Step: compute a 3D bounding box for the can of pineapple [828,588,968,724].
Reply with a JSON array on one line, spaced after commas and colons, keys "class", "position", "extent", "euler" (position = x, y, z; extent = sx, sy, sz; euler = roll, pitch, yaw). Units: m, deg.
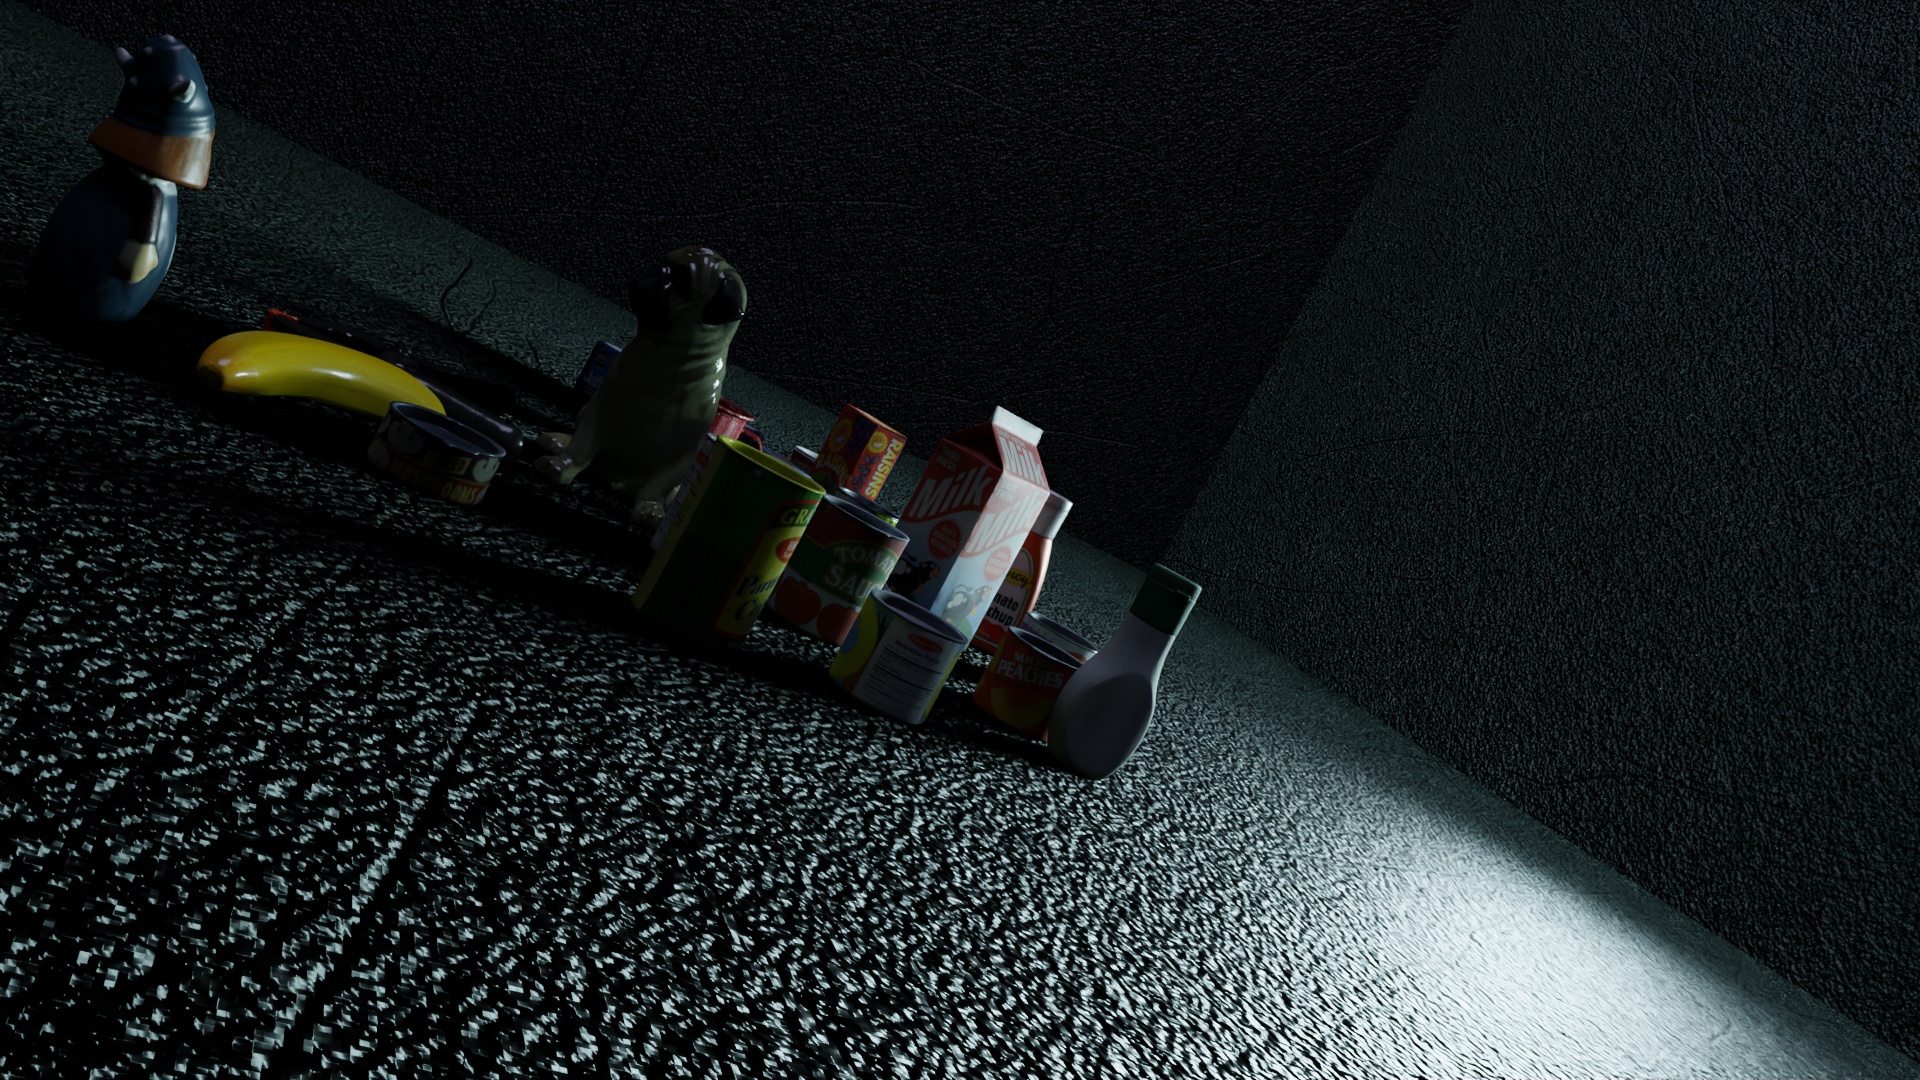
[{"class": "can of pineapple", "position": [-0.038, 0.069, 0.832], "extent": [0.071, 0.058, 0.071], "euler": [28, 5, -3]}]

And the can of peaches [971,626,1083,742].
[{"class": "can of peaches", "position": [0.048, 0.101, 0.971], "extent": [0.071, 0.058, 0.071], "euler": [28, 5, -3]}]

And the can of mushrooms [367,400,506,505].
[{"class": "can of mushrooms", "position": [-0.291, -0.048, 0.771], "extent": [0.071, 0.033, 0.071], "euler": [28, 5, -3]}]

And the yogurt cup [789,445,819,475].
[{"class": "yogurt cup", "position": [-0.159, -0.064, 1.494], "extent": [0.072, 0.054, 0.072], "euler": [28, 5, -3]}]

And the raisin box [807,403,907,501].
[{"class": "raisin box", "position": [-0.112, -0.065, 1.377], "extent": [0.040, 0.123, 0.086], "euler": [26, 6, -32]}]

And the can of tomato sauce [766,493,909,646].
[{"class": "can of tomato sauce", "position": [-0.082, 0.021, 0.928], "extent": [0.071, 0.083, 0.071], "euler": [28, 5, -3]}]

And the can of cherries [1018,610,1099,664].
[{"class": "can of cherries", "position": [0.068, 0.096, 1.112], "extent": [0.071, 0.058, 0.071], "euler": [28, 5, -3]}]

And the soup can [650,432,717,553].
[{"class": "soup can", "position": [-0.154, -0.018, 0.917], "extent": [0.071, 0.083, 0.071], "euler": [28, 5, -3]}]

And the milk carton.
[{"class": "milk carton", "position": [0.004, -0.014, 1.117], "extent": [0.073, 0.190, 0.072], "euler": [32, 6, 37]}]

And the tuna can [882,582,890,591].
[{"class": "tuna can", "position": [-0.089, 0.034, 1.041], "extent": [0.071, 0.033, 0.071], "euler": [28, 5, -3]}]

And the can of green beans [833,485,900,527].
[{"class": "can of green beans", "position": [-0.097, -0.009, 1.277], "extent": [0.071, 0.057, 0.071], "euler": [28, 5, -3]}]

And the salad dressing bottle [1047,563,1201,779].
[{"class": "salad dressing bottle", "position": [0.112, 0.088, 0.938], "extent": [0.064, 0.147, 0.044], "euler": [27, 5, -20]}]

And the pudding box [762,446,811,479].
[{"class": "pudding box", "position": [-0.178, -0.055, 1.337], "extent": [0.030, 0.049, 0.084], "euler": [25, 6, -33]}]

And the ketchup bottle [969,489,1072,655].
[{"class": "ketchup bottle", "position": [0.046, 0.024, 1.203], "extent": [0.065, 0.148, 0.043], "euler": [28, 5, -2]}]

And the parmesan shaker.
[{"class": "parmesan shaker", "position": [-0.126, 0.003, 0.758], "extent": [0.071, 0.103, 0.071], "euler": [28, 5, -3]}]
